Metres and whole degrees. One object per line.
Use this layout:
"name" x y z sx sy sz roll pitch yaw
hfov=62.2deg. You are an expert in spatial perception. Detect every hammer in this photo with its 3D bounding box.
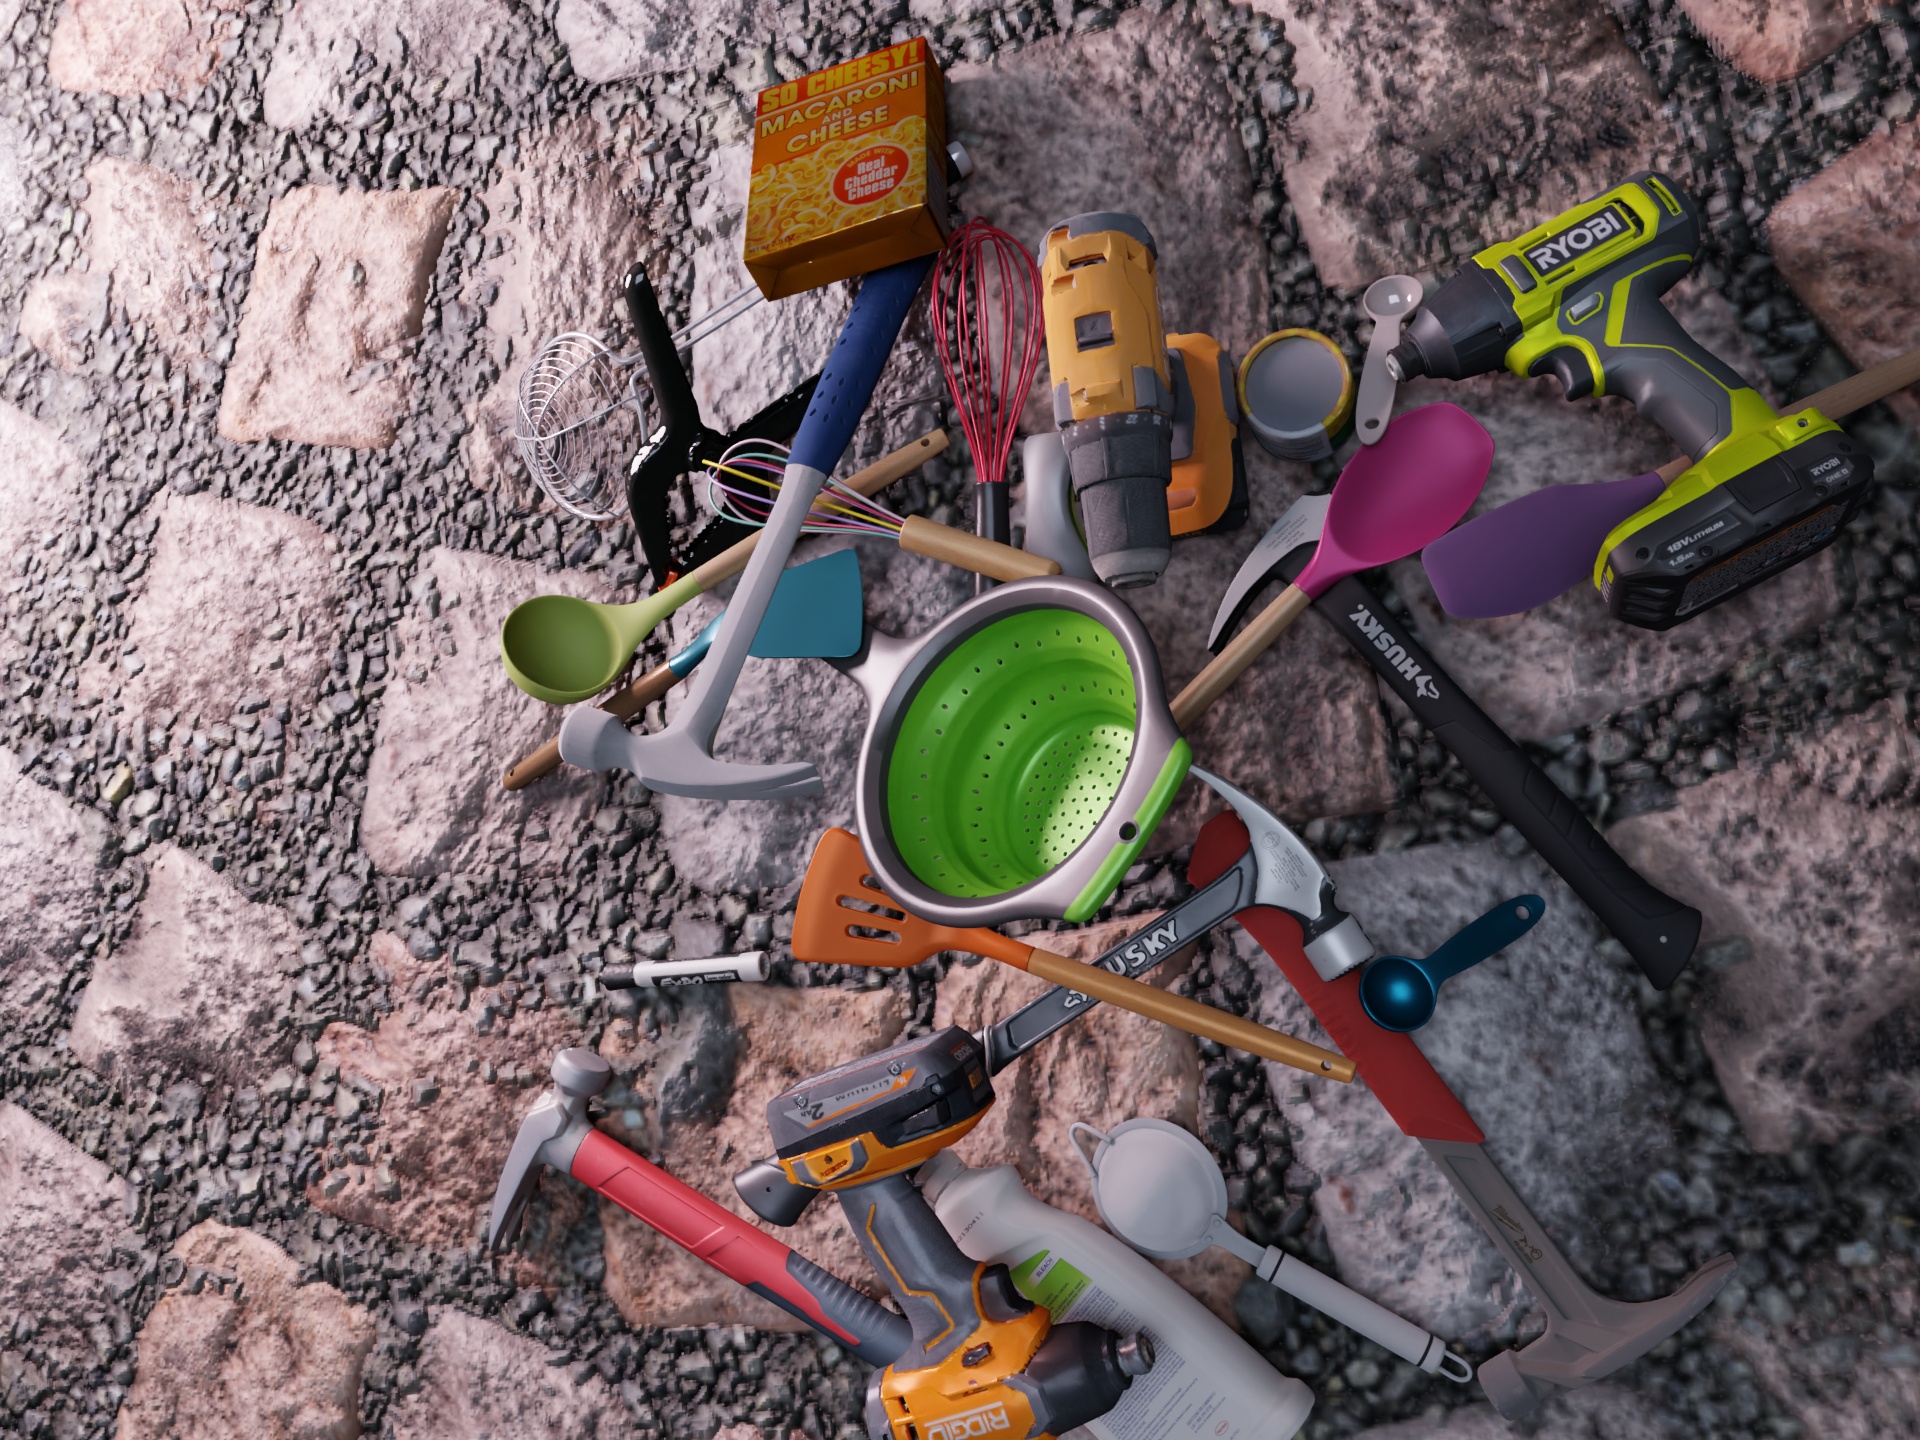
"hammer" 0.284 0.013 0.899 0.146 0.035 0.335 -42 74 10
"hammer" 0.256 0.196 0.891 0.149 0.036 0.359 -39 75 12
"hammer" -0.127 0.360 1.005 0.386 0.038 0.143 25 95 19
"hammer" -0.089 -0.135 0.939 0.144 0.035 0.406 15 66 12
"hammer" 0.030 0.180 0.933 0.409 0.036 0.149 -35 75 14

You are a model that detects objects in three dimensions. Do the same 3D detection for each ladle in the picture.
"ladle" -0.150 -0.107 1.023 0.320 0.062 0.078 -30 71 3

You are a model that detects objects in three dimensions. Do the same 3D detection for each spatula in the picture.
"spatula" 0.406 -0.138 0.865 0.316 0.018 0.060 -26 92 8
"spatula" 0.059 0.142 0.886 0.323 0.041 0.081 16 90 20
"spatula" -0.192 -0.017 1.033 0.317 0.044 0.082 -29 50 32

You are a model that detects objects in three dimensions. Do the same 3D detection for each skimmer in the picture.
"skimmer" -0.146 -0.269 1.073 0.363 0.090 0.127 -32 81 3

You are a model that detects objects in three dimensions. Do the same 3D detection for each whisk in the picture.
"whisk" -0.053 -0.121 0.969 0.245 0.047 0.051 20 66 18
"whisk" 0.019 -0.167 0.994 0.073 0.073 0.296 -1 90 19

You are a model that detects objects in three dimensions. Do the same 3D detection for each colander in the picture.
"colander" -0.002 -0.003 0.946 0.397 0.094 0.204 34 91 45

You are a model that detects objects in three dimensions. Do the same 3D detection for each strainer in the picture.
"strainer" 0.170 0.306 0.910 0.258 0.050 0.087 26 109 16

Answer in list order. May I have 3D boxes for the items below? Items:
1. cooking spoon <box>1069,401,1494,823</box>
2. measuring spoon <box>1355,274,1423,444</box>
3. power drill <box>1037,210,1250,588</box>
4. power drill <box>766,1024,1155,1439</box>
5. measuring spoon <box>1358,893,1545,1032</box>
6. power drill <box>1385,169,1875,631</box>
"cooking spoon" 0.177 -0.055 0.912 0.319 0.017 0.069 -46 79 8
"measuring spoon" 0.245 -0.206 0.920 0.034 0.018 0.124 4 62 25
"power drill" 0.103 -0.152 0.873 0.084 0.226 0.185 -8 83 18
"power drill" 0.000 0.291 0.879 0.164 0.084 0.226 -23 85 17
"measuring spoon" 0.272 0.132 0.880 0.128 0.021 0.042 -27 71 -18
"power drill" 0.347 -0.167 0.839 0.171 0.080 0.223 -28 65 6
